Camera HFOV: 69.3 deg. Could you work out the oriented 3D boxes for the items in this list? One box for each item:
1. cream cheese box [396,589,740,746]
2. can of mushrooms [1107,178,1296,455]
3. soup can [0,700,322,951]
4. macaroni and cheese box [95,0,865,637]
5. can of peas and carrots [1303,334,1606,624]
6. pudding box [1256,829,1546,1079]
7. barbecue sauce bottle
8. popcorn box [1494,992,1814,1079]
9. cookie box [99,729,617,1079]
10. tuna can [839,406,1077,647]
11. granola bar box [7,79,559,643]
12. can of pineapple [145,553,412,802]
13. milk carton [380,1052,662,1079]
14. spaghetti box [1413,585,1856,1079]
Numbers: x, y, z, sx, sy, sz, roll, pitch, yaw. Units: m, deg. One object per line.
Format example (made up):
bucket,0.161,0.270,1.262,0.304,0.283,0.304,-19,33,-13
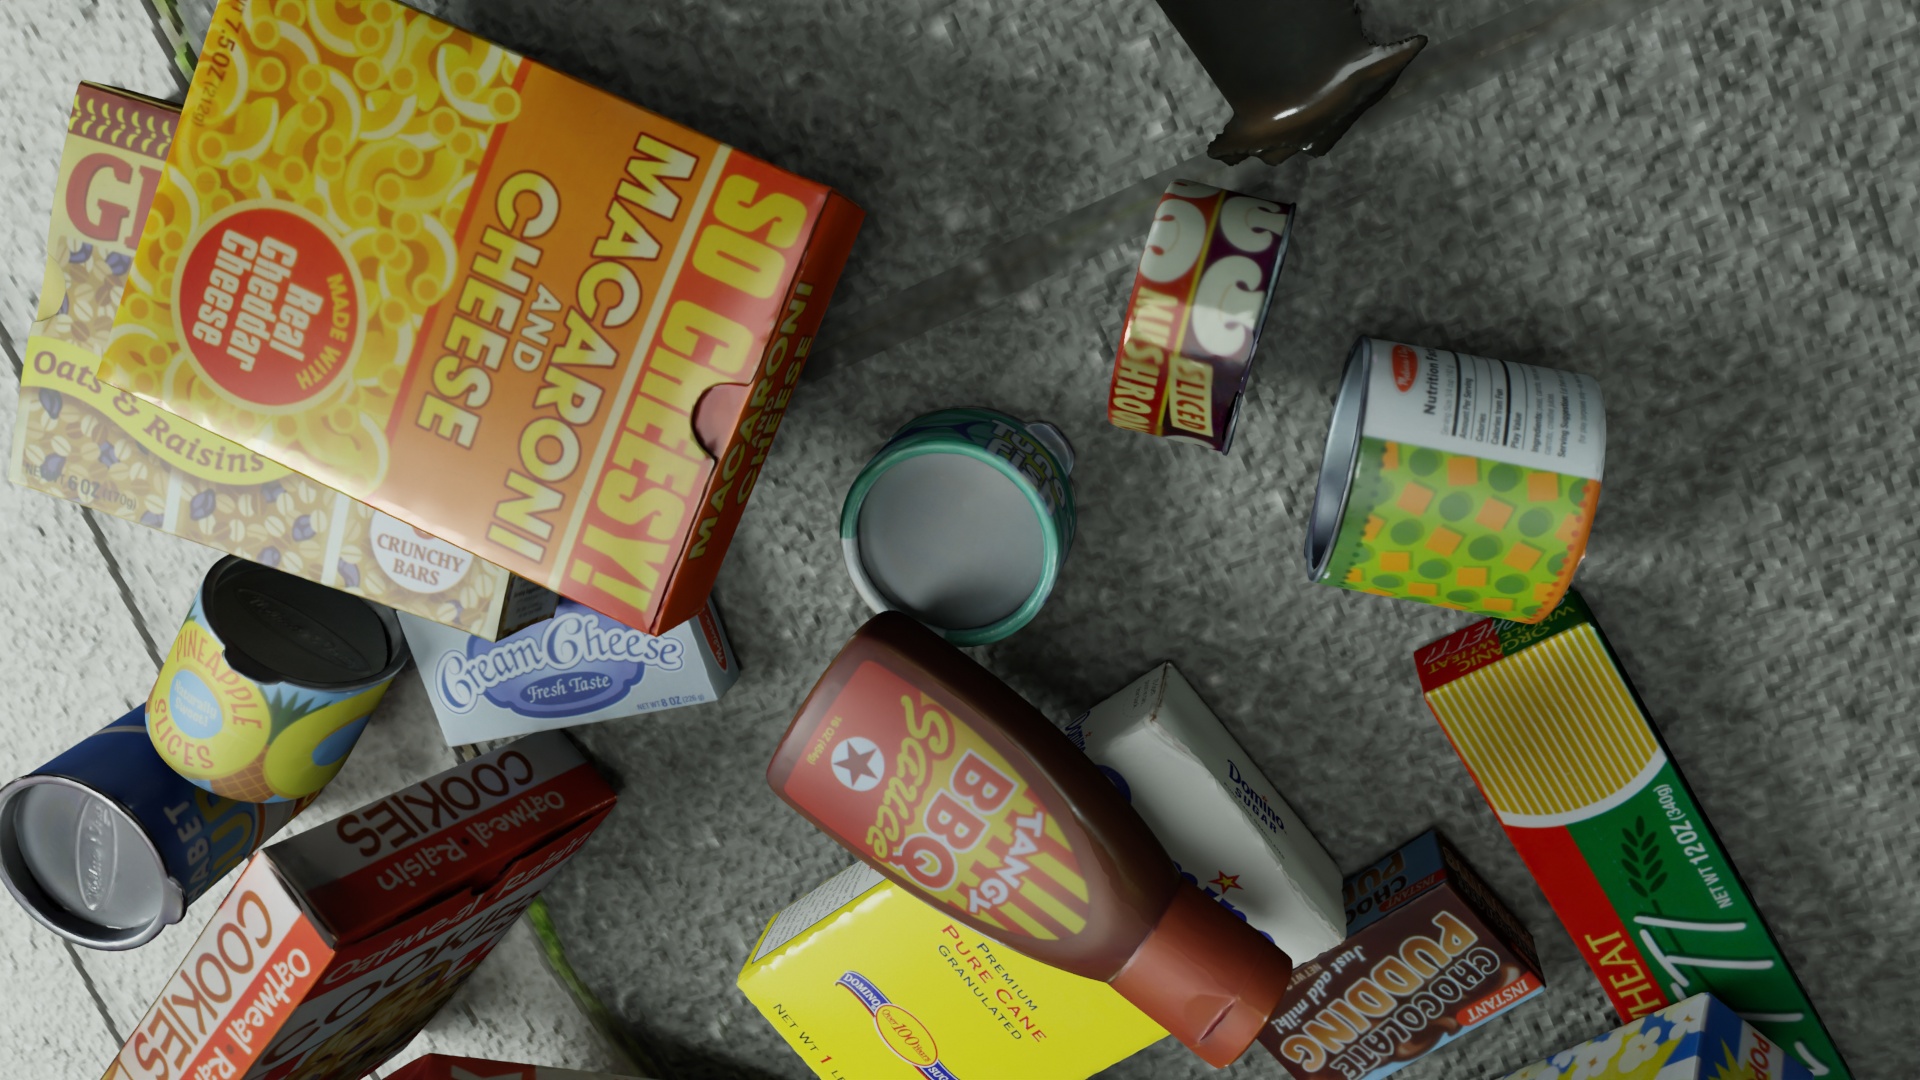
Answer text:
cream cheese box,-0.130,0.033,0.459,0.104,0.024,0.053,-12,106,16
can of mushrooms,0.061,-0.056,0.356,0.033,0.071,0.070,16,113,9
soup can,-0.270,0.090,0.479,0.071,0.084,0.071,4,112,11
macaroni and cheese box,-0.126,-0.065,0.365,0.166,0.040,0.123,24,99,5
can of peas and carrots,0.126,-0.014,0.361,0.059,0.071,0.070,11,112,8
pudding box,0.131,0.135,0.433,0.083,0.030,0.049,-39,99,23
barbecue sauce bottle,0.021,0.085,0.387,0.148,0.044,0.064,36,109,8
popcorn box,0.172,0.191,0.394,0.038,0.085,0.126,42,134,4
cookie box,-0.203,0.142,0.460,0.040,0.123,0.167,46,114,10
tuna can,0.001,-0.005,0.409,0.071,0.033,0.070,5,111,12
granola bar box,-0.193,-0.054,0.418,0.166,0.039,0.124,17,99,6
can of pineapple,-0.227,0.045,0.460,0.071,0.071,0.057,36,114,-2
milk carton,-0.141,0.235,0.480,0.191,0.074,0.072,11,114,-11
spaghetti box,0.218,0.128,0.412,0.050,0.029,0.249,-29,101,22
